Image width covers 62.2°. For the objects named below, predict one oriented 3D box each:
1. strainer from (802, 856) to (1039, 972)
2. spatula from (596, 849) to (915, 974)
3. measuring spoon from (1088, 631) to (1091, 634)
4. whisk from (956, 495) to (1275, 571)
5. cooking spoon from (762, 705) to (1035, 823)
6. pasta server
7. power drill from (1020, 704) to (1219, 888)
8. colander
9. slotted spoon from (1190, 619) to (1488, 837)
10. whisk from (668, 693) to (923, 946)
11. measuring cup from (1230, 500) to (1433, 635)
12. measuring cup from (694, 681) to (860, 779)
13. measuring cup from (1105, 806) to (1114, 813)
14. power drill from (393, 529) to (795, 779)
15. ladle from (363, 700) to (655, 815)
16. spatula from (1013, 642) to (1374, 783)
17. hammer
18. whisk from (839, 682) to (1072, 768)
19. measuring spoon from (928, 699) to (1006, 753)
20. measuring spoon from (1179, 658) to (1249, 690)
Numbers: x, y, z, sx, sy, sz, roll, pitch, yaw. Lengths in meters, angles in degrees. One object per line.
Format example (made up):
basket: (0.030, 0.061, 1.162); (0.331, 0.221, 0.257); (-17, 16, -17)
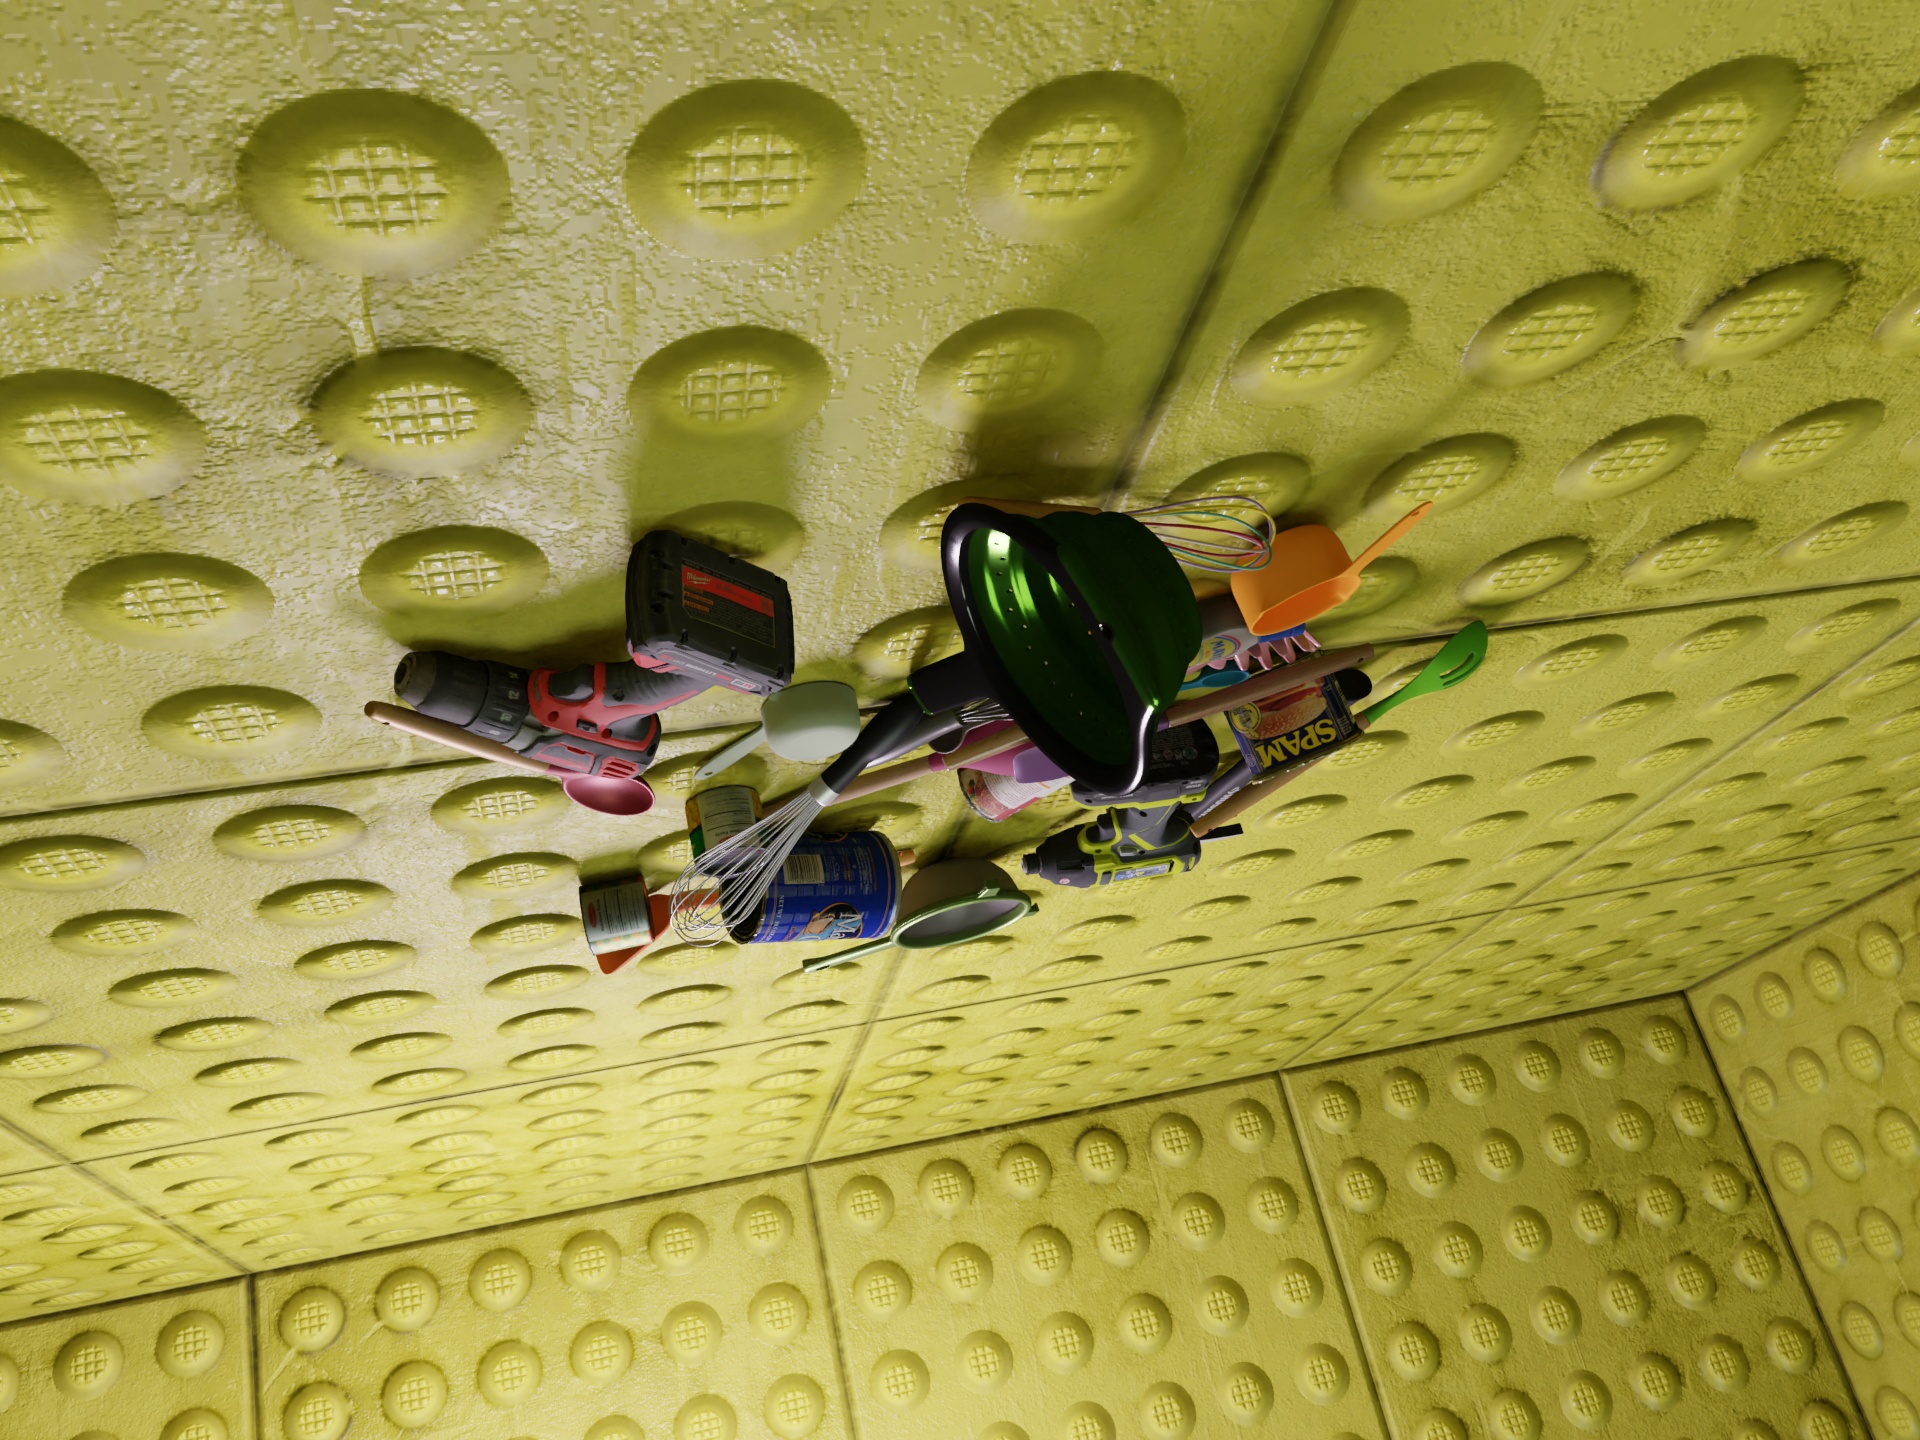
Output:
strainer: (-0.054, 0.198, 1.660); (0.256, 0.069, 0.151); (-20, 158, 14)
spatula: (-0.198, 0.174, 1.555); (0.322, 0.081, 0.041); (-12, 125, -16)
measuring spoon: (0.104, -0.074, 1.222); (0.021, 0.011, 0.116); (-3, 153, 3)
whisk: (0.110, -0.126, 1.067); (0.245, 0.051, 0.047); (2, 158, -25)
cooking spoon: (-0.046, 0.044, 1.350); (0.319, 0.069, 0.017); (-18, -174, 23)
pasta server: (0.136, -0.017, 1.275); (0.316, 0.040, 0.060); (-22, 172, -4)
power drill: (0.147, 0.083, 1.466); (0.171, 0.080, 0.223); (-8, 148, -8)
colander: (0.057, -0.055, 1.062); (0.094, 0.204, 0.397); (-32, -175, -18)
slotted spoon: (0.338, 0.014, 1.408); (0.314, 0.031, 0.070); (-34, 149, 7)
whisk: (-0.134, 0.077, 1.286); (0.284, 0.070, 0.070); (-44, 149, 10)
measuring cup: (0.262, -0.124, 1.129); (0.095, 0.052, 0.173); (-10, 158, -38)
measuring cup: (-0.149, 0.023, 1.256); (0.167, 0.038, 0.083); (-30, 152, 28)
measuring cup: (0.136, 0.095, 1.592); (0.062, 0.029, 0.156); (9, 151, -41)
power drill: (-0.237, -0.036, 1.035); (0.226, 0.080, 0.187); (-28, 146, 37)
ladle: (-0.320, 0.027, 1.153); (0.069, 0.031, 0.315); (-12, 163, 18)
spatula: (0.192, -0.008, 1.298); (0.316, 0.018, 0.059); (-19, 145, -6)
hammer: (0.287, 0.044, 1.545); (0.146, 0.035, 0.334); (-3, 153, -30)
whisk: (-0.002, -0.003, 1.275); (0.239, 0.055, 0.055); (-23, 155, 28)
measuring spoon: (0.029, -0.008, 1.302); (0.124, 0.034, 0.018); (-26, 165, 14)
measuring spoon: (0.178, -0.036, 1.342); (0.128, 0.021, 0.042); (-10, 163, 13)
